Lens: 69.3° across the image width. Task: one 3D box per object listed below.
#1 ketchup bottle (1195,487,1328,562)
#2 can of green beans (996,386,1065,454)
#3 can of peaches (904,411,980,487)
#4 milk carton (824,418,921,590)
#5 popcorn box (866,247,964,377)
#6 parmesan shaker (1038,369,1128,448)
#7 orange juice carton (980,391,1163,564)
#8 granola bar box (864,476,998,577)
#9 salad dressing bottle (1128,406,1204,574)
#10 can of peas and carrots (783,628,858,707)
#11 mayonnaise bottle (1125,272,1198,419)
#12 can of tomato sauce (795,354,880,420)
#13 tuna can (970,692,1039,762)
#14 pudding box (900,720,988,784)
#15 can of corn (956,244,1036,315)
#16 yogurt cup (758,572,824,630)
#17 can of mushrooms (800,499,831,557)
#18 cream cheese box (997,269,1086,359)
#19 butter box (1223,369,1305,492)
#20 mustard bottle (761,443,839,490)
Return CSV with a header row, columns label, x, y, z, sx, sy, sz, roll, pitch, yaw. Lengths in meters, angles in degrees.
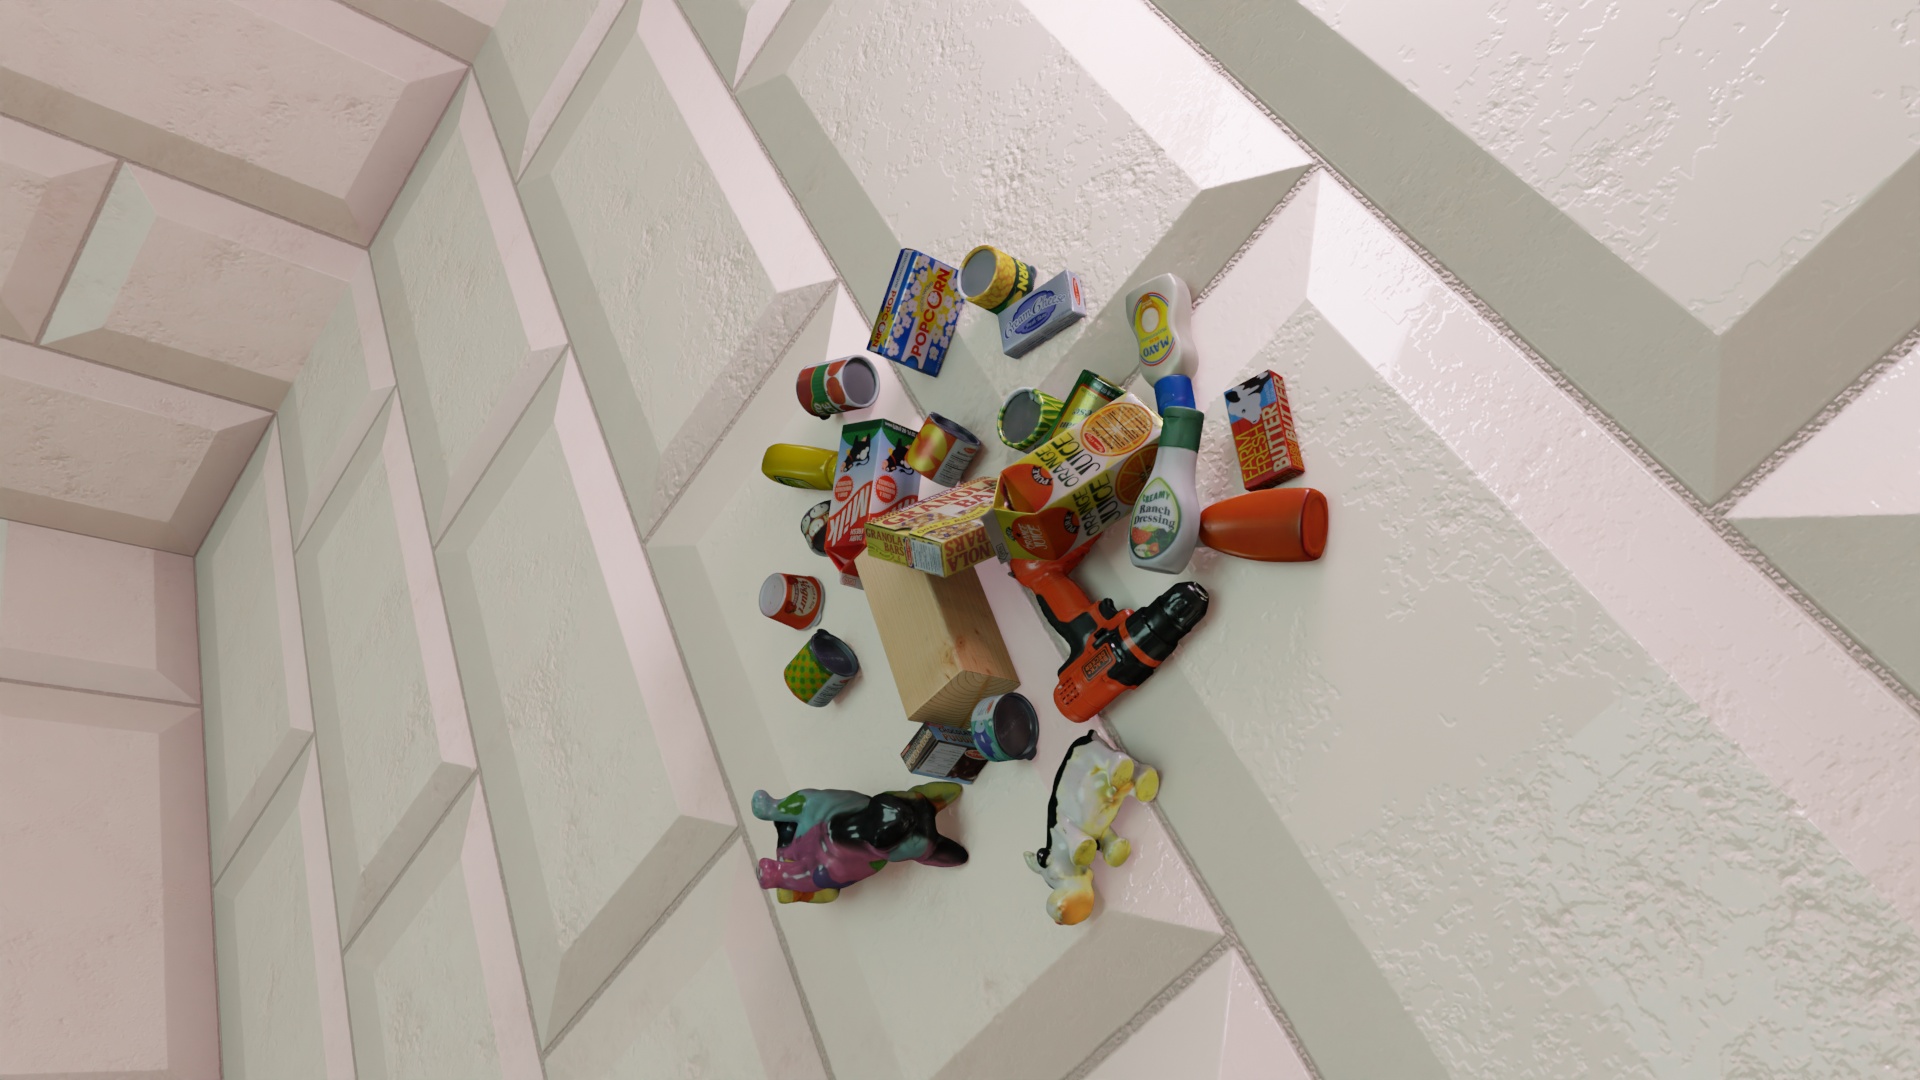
label,x,y,z,sx,sy,sz,roll,pitch,yaw
ketchup bottle,0.251,-0.013,1.233,0.148,0.043,0.065,-1,77,46
can of green beans,0.080,-0.120,1.436,0.071,0.058,0.071,-17,65,42
can of peaches,-0.021,-0.100,1.528,0.071,0.071,0.058,45,111,44
milk carton,-0.099,-0.036,1.583,0.073,0.072,0.191,-5,73,45
popcorn box,-0.047,-0.262,1.597,0.038,0.085,0.126,22,93,49
parmesan shaker,0.123,-0.112,1.380,0.071,0.071,0.103,41,107,45
orange juice carton,0.108,-0.051,1.307,0.193,0.071,0.073,-33,47,-7
granola bar box,0.005,-0.018,1.403,0.124,0.166,0.039,14,119,48
salad dressing bottle,0.188,-0.045,1.245,0.064,0.044,0.147,5,81,44
can of peas and carrots,-0.161,0.146,1.587,0.058,0.071,0.071,-49,47,24
mayonnaise bottle,0.200,-0.183,1.347,0.064,0.041,0.148,-25,59,36
can of tomato sauce,-0.148,-0.186,1.691,0.083,0.071,0.071,-5,73,44
tuna can,0.045,0.186,1.364,0.032,0.071,0.071,-17,65,43
pudding box,-0.013,0.215,1.398,0.049,0.084,0.030,-55,42,18
can of corn,0.040,-0.288,1.536,0.071,0.058,0.071,-17,65,42
yogurt cup,-0.205,0.071,1.669,0.072,0.054,0.072,-19,63,42
can of mushrooms,-0.151,-0.016,1.633,0.070,0.071,0.033,-49,48,23
cream cheese box,0.086,-0.243,1.497,0.103,0.024,0.053,-28,57,37
butter box,0.273,-0.097,1.254,0.053,0.024,0.104,-28,57,38
mustard bottle,-0.172,-0.087,1.684,0.160,0.065,0.049,8,78,43
